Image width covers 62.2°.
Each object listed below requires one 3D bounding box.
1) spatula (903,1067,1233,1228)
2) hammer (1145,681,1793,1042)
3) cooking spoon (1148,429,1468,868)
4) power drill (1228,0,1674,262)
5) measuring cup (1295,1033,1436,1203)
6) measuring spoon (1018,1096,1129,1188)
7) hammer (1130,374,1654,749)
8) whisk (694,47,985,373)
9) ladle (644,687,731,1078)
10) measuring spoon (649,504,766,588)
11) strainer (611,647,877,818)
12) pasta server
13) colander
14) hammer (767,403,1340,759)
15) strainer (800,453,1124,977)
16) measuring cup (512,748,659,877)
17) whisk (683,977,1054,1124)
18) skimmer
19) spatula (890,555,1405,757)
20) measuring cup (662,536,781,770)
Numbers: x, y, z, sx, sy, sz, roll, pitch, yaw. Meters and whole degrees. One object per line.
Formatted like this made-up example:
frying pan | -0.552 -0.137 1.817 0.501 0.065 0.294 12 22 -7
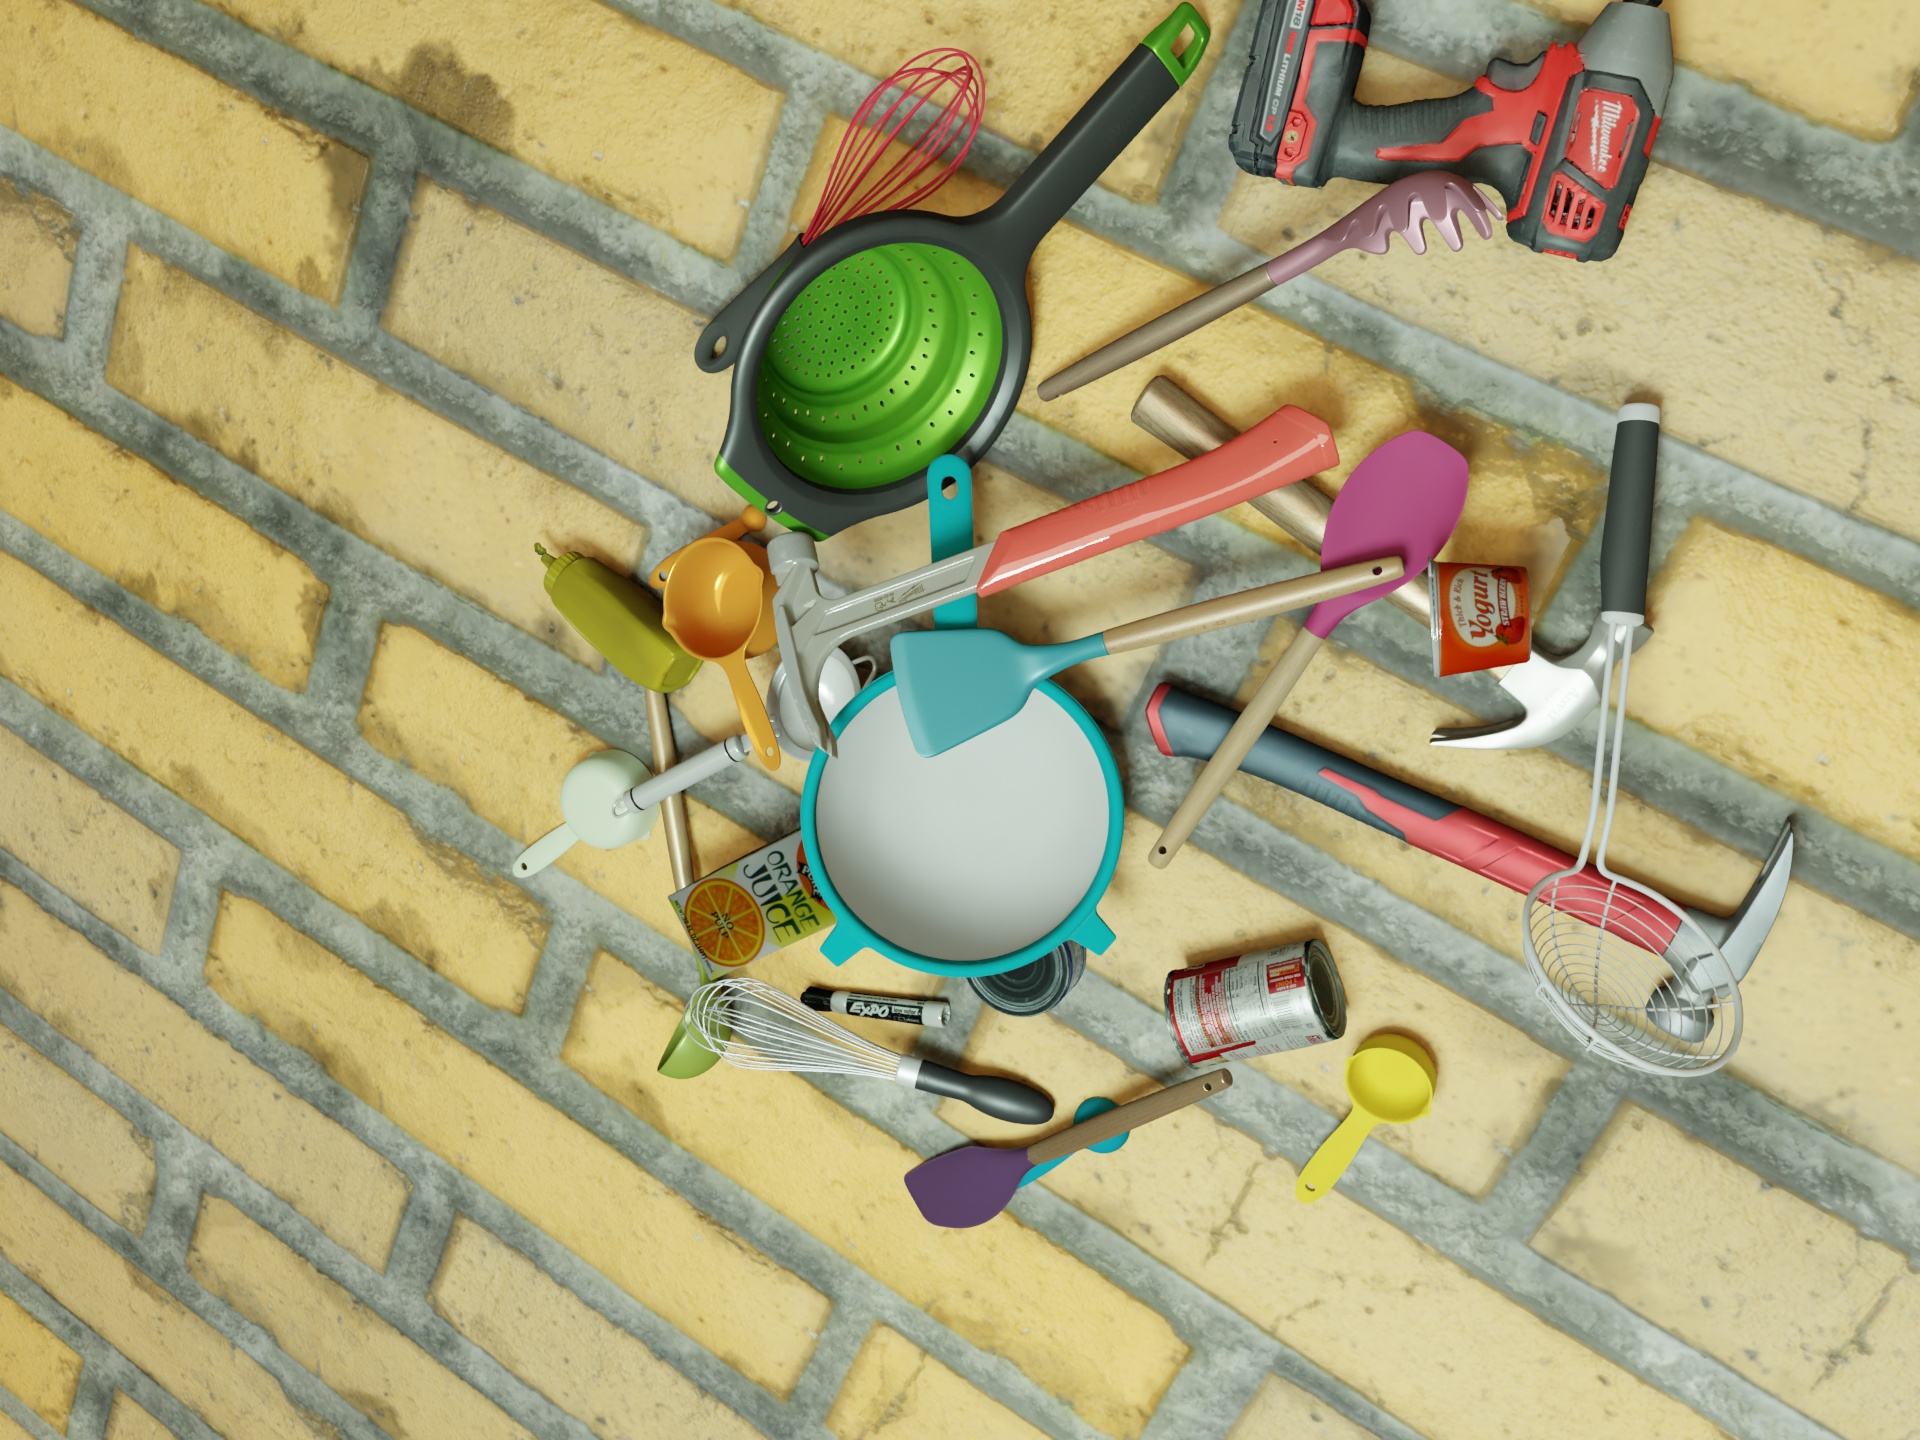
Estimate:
spatula | 0.072 0.306 1.139 0.316 0.018 0.060 -35 85 37
hammer | 0.299 0.051 0.983 0.386 0.038 0.143 25 111 17
cooking spoon | 0.203 -0.034 0.976 0.069 0.017 0.318 36 112 13
power drill | 0.272 -0.346 0.876 0.220 0.078 0.143 19 111 15
measuring cup | 0.266 0.269 1.066 0.062 0.029 0.156 33 126 13
measuring spoon | 0.068 0.318 1.162 0.128 0.021 0.042 -38 86 26
hammer | 0.242 -0.102 0.974 0.331 0.031 0.130 38 115 11
whisk | -0.087 -0.327 1.052 0.296 0.073 0.073 -37 86 34
ladle | -0.226 0.119 1.226 0.062 0.078 0.320 -9 96 -7
measuring spoon | -0.189 -0.126 1.170 0.117 0.011 0.021 -27 91 27
strainer | -0.156 0.015 1.161 0.258 0.050 0.087 -26 71 21
pasta server | 0.163 -0.243 0.928 0.316 0.060 0.040 -18 80 44
colander | -0.008 -0.297 1.000 0.397 0.204 0.095 -46 47 11
hammer | 0.056 -0.100 0.971 0.359 0.036 0.149 -19 71 12
strainer | -0.002 -0.003 1.072 0.211 0.095 0.340 -2 92 0
measuring cup | -0.311 0.087 1.263 0.167 0.038 0.083 -35 88 25
whisk | -0.069 0.250 1.172 0.284 0.070 0.070 15 109 7
skimmer | 0.372 0.003 0.858 0.127 0.090 0.363 7 86 -15
spatula | 0.111 -0.052 0.974 0.317 0.044 0.082 -15 87 22
measuring cup | -0.148 -0.047 1.136 0.095 0.052 0.174 -24 82 27
